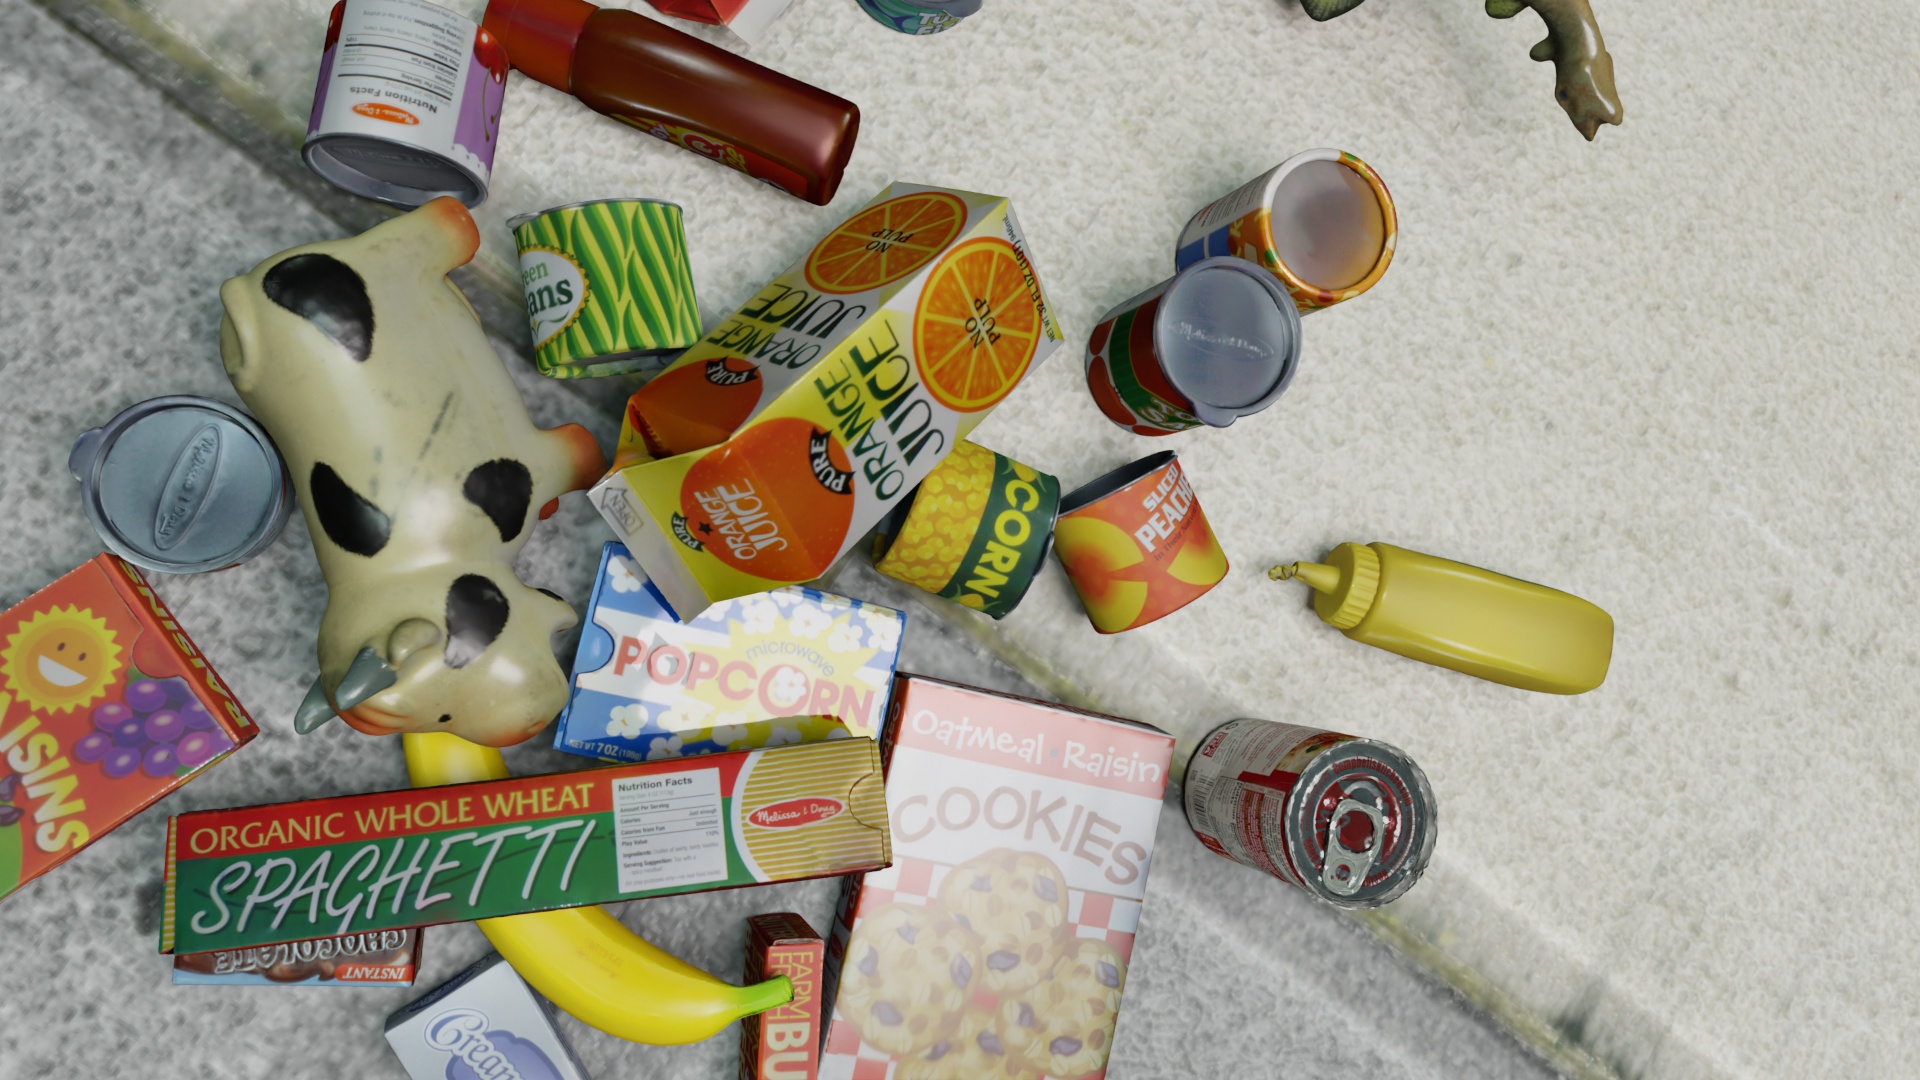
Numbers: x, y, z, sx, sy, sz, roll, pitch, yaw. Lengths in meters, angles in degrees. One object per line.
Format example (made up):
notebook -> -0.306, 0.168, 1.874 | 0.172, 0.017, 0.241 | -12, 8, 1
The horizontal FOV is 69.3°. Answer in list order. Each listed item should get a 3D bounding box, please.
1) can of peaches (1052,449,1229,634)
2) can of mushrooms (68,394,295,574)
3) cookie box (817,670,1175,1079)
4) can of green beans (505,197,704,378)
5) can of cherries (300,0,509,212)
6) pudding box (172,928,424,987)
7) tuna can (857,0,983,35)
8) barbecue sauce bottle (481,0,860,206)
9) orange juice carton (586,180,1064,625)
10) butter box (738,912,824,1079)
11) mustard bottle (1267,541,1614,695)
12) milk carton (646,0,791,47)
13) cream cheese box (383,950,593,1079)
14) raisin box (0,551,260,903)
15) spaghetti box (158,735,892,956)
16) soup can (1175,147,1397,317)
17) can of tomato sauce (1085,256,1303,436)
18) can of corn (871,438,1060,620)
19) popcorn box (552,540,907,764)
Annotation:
can of peaches -> 0.077, 0.000, 0.601 | 0.071, 0.071, 0.058 | -28, 96, -15
can of mushrooms -> -0.289, -0.021, 0.520 | 0.071, 0.033, 0.071 | 0, 88, -15
cookie box -> 0.013, 0.149, 0.592 | 0.123, 0.040, 0.167 | 14, 85, -15
can of green beans -> -0.138, -0.098, 0.548 | 0.071, 0.071, 0.058 | -10, 91, -16
can of cherries -> -0.211, -0.165, 0.531 | 0.071, 0.071, 0.058 | 8, 80, -15
pudding box -> -0.247, 0.141, 0.525 | 0.084, 0.030, 0.049 | 7, 86, -15
tuna can -> -0.016, -0.256, 0.607 | 0.071, 0.033, 0.071 | 1, 87, -15
barbecue sauce bottle -> -0.116, -0.183, 0.563 | 0.148, 0.065, 0.043 | 22, 94, -5
orange juice carton -> -0.054, -0.054, 0.538 | 0.193, 0.073, 0.071 | -45, 131, -23
butter box -> -0.074, 0.206, 0.558 | 0.024, 0.053, 0.103 | 4, 87, -17
mustard bottle -> 0.218, 0.032, 0.643 | 0.160, 0.065, 0.049 | 16, 82, -10
milk carton -> -0.139, -0.284, 0.553 | 0.190, 0.073, 0.072 | 38, 79, -11
cream cheese box -> -0.174, 0.217, 0.545 | 0.053, 0.024, 0.103 | -31, 96, -16
raisin box -> -0.336, 0.073, 0.499 | 0.124, 0.040, 0.086 | -35, 96, -15
spaghetti box -> -0.152, 0.110, 0.505 | 0.250, 0.028, 0.050 | -5, 74, -9
soup can -> 0.145, -0.129, 0.619 | 0.071, 0.083, 0.071 | 1, 88, -16
can of tomato sauce -> 0.099, -0.080, 0.604 | 0.071, 0.083, 0.071 | 1, 88, -15
can of corn -> 0.002, -0.007, 0.580 | 0.058, 0.071, 0.071 | 22, 82, -13
popcorn box -> -0.093, 0.056, 0.568 | 0.127, 0.038, 0.085 | 14, 85, -14
